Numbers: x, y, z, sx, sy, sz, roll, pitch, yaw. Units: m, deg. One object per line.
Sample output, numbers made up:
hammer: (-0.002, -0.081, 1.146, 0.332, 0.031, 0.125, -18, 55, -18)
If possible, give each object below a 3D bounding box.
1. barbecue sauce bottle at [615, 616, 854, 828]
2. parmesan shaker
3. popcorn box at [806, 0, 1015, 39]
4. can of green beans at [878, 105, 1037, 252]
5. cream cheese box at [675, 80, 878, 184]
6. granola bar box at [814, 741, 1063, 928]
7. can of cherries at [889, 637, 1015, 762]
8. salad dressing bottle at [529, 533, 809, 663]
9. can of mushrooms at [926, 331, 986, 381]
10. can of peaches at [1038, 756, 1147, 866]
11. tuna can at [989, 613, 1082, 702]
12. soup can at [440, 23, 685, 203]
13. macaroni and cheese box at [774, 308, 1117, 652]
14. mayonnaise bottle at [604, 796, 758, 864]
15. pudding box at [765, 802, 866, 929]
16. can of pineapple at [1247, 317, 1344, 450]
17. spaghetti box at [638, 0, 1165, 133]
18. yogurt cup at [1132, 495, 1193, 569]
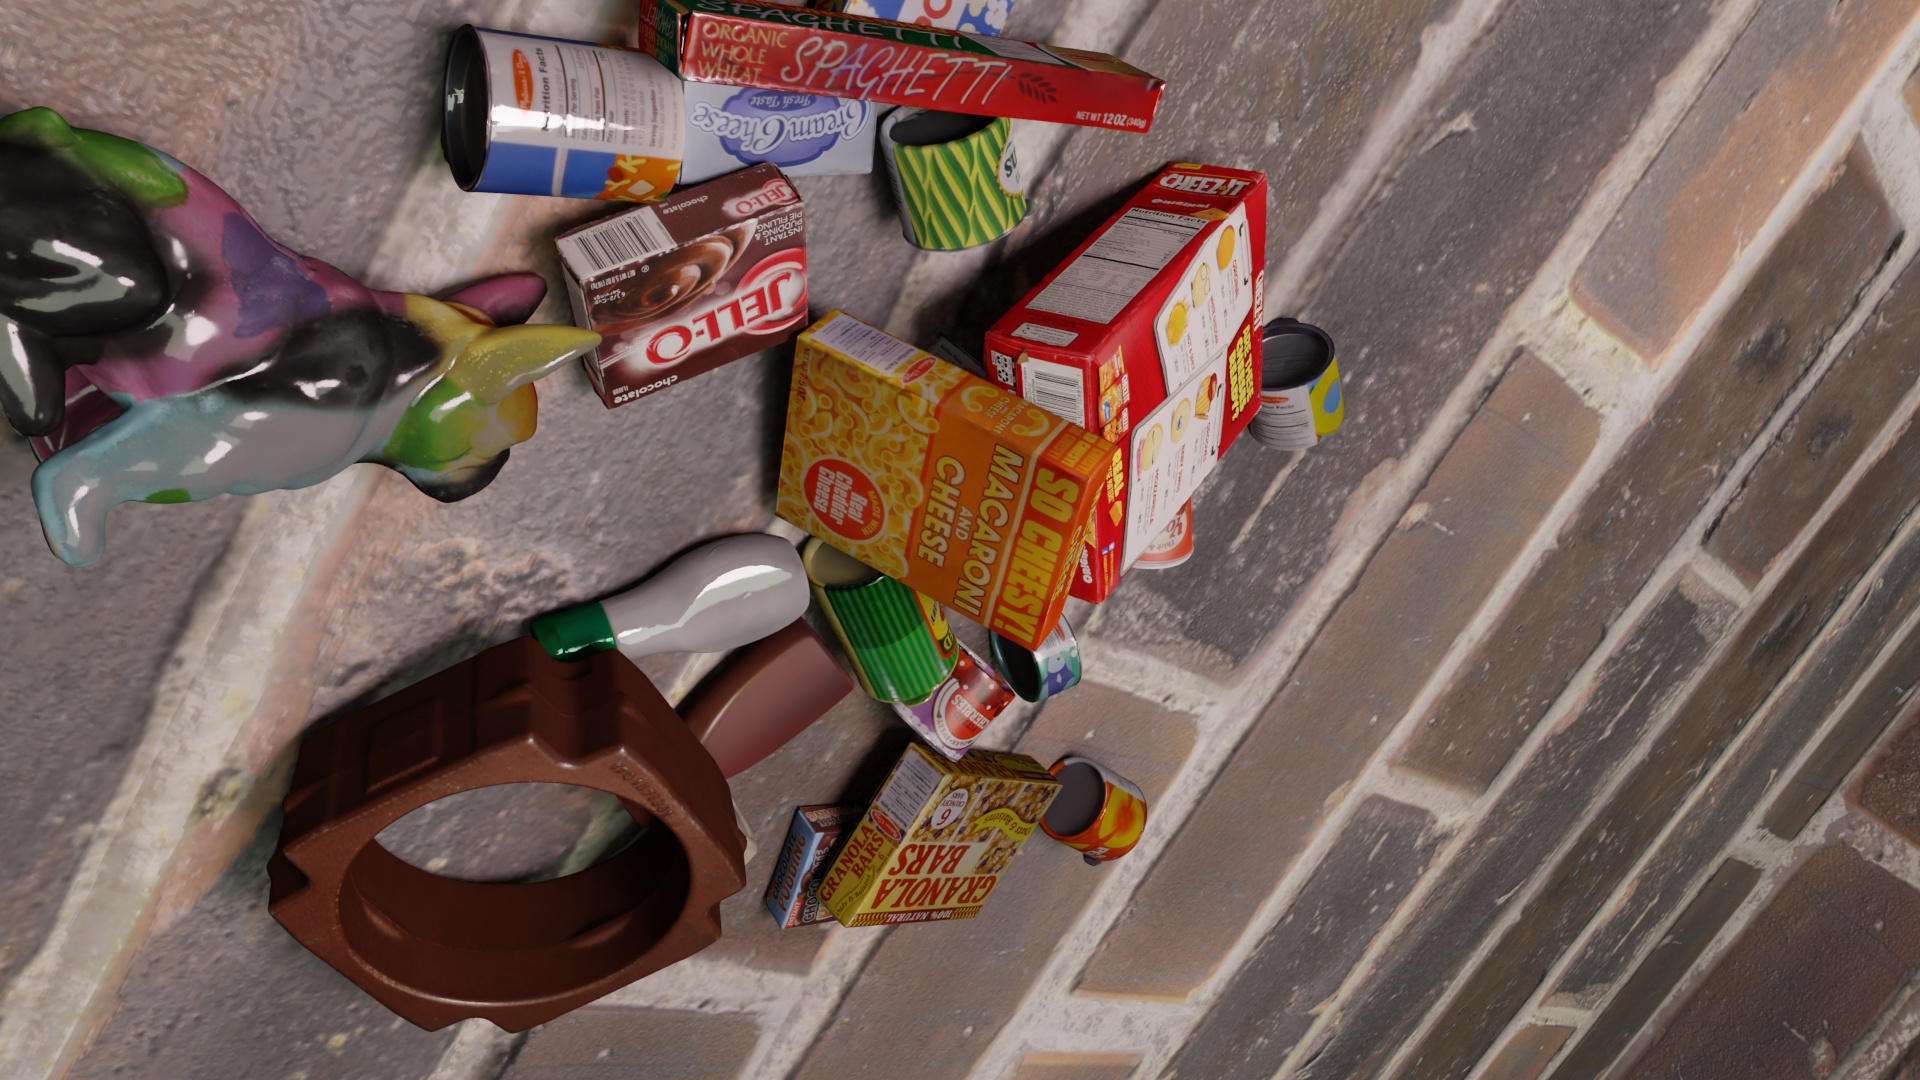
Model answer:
barbecue sauce bottle: (-0.138, 0.111, 0.827, 0.149, 0.044, 0.064, -39, 132, -7)
parmesan shaker: (-0.046, 0.041, 0.826, 0.071, 0.071, 0.102, -33, 134, -13)
popcorn box: (-0.008, -0.285, 0.651, 0.085, 0.038, 0.126, 11, 113, -41)
can of green beans: (-0.003, -0.188, 0.702, 0.071, 0.071, 0.057, -29, 132, -17)
cream cheese box: (-0.089, -0.201, 0.659, 0.104, 0.024, 0.053, -12, 127, -30)
granola bar box: (-0.012, 0.204, 0.960, 0.124, 0.039, 0.165, -58, 148, 7)
can of cherries: (-0.006, 0.101, 0.896, 0.058, 0.072, 0.071, -47, 135, 0)
salad dressing bottle: (-0.158, 0.039, 0.763, 0.148, 0.044, 0.064, -18, 130, -24)
can of mushrooms: (0.005, -0.083, 0.782, 0.033, 0.071, 0.071, -50, 135, 4)
can of peaches: (0.097, 0.204, 1.046, 0.071, 0.071, 0.058, -50, 134, 4)
tuna can: (0.049, 0.074, 0.923, 0.033, 0.071, 0.070, -21, 130, -22)
soup can: (-0.169, -0.178, 0.590, 0.084, 0.071, 0.071, -5, 122, -35)
macaroni and cheese box: (-0.012, -0.031, 0.723, 0.040, 0.166, 0.123, -47, 159, -45)
mayonnaise bottle: (-0.194, 0.213, 0.846, 0.148, 0.065, 0.041, -42, 139, 1)
pudding box: (-0.096, 0.220, 0.943, 0.050, 0.030, 0.083, 4, 116, -38)
can of pineapple: (0.219, -0.103, 0.924, 0.071, 0.071, 0.057, -35, 135, -11)
spaghetti box: (-0.019, -0.215, 0.627, 0.251, 0.050, 0.028, -5, 123, -33)
yogurt cup: (0.121, -0.019, 0.913, 0.072, 0.072, 0.053, -12, 118, -29)
